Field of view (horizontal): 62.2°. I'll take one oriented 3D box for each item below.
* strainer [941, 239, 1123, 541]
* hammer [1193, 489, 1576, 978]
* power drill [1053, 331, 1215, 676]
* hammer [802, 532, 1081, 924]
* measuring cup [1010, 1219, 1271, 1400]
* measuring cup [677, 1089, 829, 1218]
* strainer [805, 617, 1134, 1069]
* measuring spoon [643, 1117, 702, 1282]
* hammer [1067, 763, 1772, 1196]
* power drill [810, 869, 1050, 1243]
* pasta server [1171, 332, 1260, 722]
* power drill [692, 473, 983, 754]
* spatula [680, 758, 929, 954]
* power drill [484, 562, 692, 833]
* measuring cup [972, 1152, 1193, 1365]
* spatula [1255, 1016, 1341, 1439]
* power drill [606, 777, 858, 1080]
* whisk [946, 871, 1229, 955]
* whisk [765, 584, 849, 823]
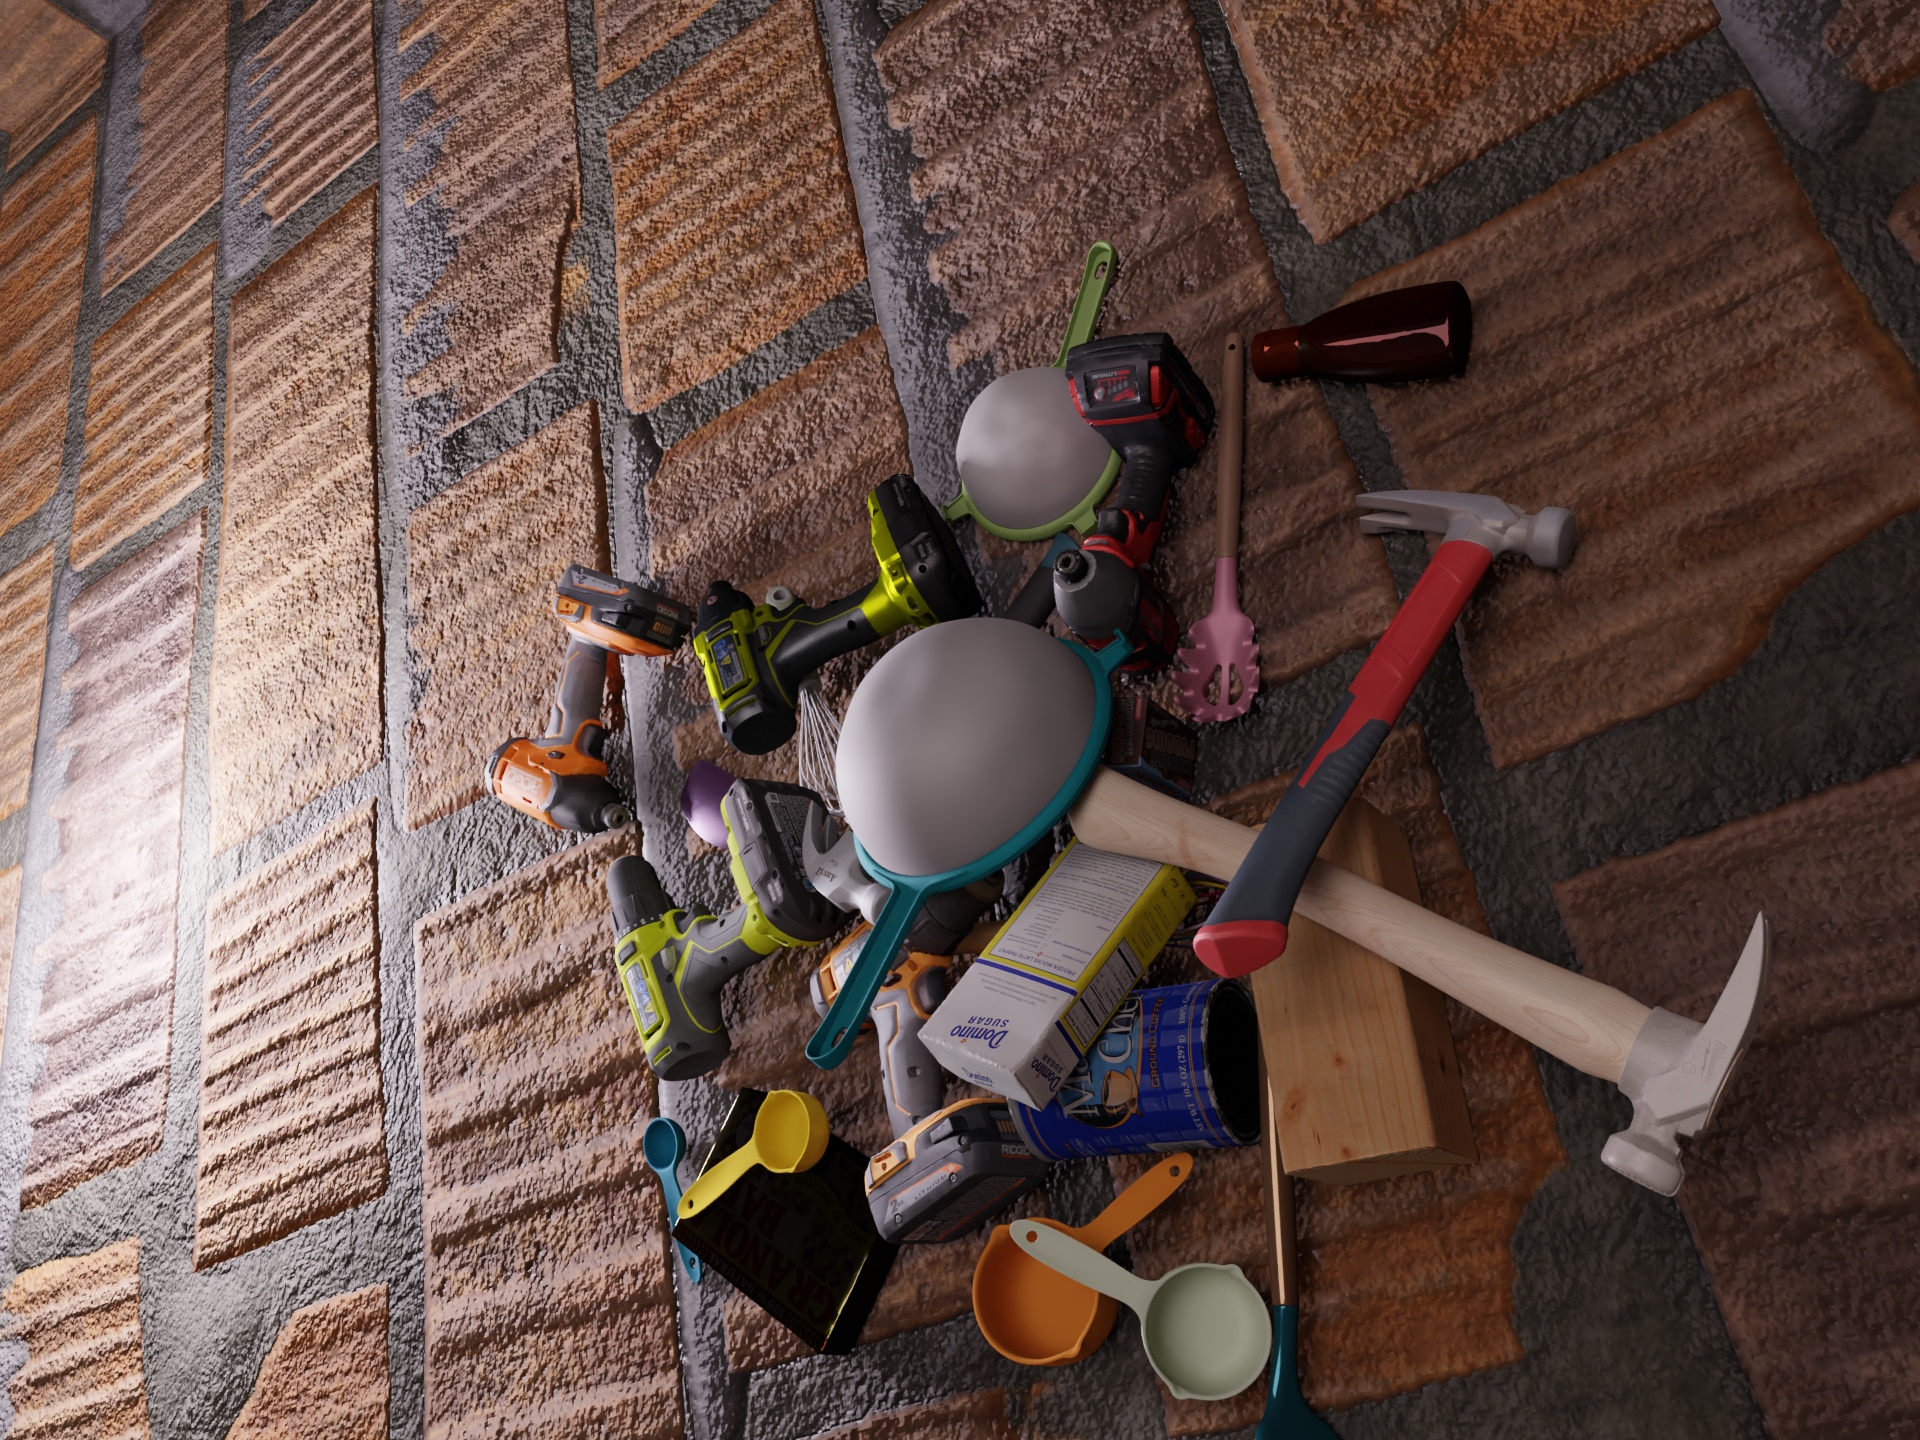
[{"bbox_3d":[0.067,-0.270,1.248,0.151,0.069,0.256,12,81,37],"label":"strainer"},{"bbox_3d":[0.228,-0.007,0.944,0.143,0.038,0.386,13,51,37],"label":"hammer"},{"bbox_3d":[0.115,-0.155,1.126,0.078,0.143,0.220,-2,69,30],"label":"power drill"},{"bbox_3d":[-0.002,-0.004,1.163,0.128,0.033,0.331,18,67,50],"label":"hammer"},{"bbox_3d":[0.106,0.345,0.961,0.167,0.038,0.083,25,77,11],"label":"measuring cup"},{"bbox_3d":[-0.150,0.322,1.153,0.156,0.029,0.062,-42,52,27],"label":"measuring cup"},{"bbox_3d":[-0.037,0.053,1.018,0.211,0.095,0.340,-5,48,44],"label":"strainer"},{"bbox_3d":[-0.214,0.370,1.232,0.042,0.021,0.129,-35,64,33],"label":"measuring spoon"},{"bbox_3d":[0.230,0.100,0.898,0.411,0.038,0.146,25,85,38],"label":"hammer"},{"bbox_3d":[-0.013,0.216,1.086,0.185,0.084,0.226,-44,48,31],"label":"power drill"},{"bbox_3d":[0.190,-0.142,1.134,0.060,0.040,0.316,-2,69,21],"label":"pasta server"},{"bbox_3d":[-0.108,-0.092,1.267,0.223,0.080,0.171,-30,50,10],"label":"power drill"},{"bbox_3d":[-0.126,0.113,1.265,0.316,0.018,0.060,27,95,38],"label":"spatula"},{"bbox_3d":[-0.324,-0.012,1.415,0.164,0.084,0.226,20,88,37],"label":"power drill"},{"bbox_3d":[0.089,0.338,1.012,0.173,0.052,0.095,-42,54,4],"label":"measuring cup"},{"bbox_3d":[0.197,0.314,0.930,0.044,0.082,0.318,147,127,-59],"label":"spatula"},{"bbox_3d":[-0.192,0.145,1.239,0.228,0.080,0.191,-43,57,30],"label":"power drill"},{"bbox_3d":[0.088,0.136,1.094,0.245,0.047,0.051,-13,67,34],"label":"whisk"},{"bbox_3d":[-0.122,-0.019,1.301,0.058,0.059,0.247,-13,54,-11],"label":"whisk"}]
